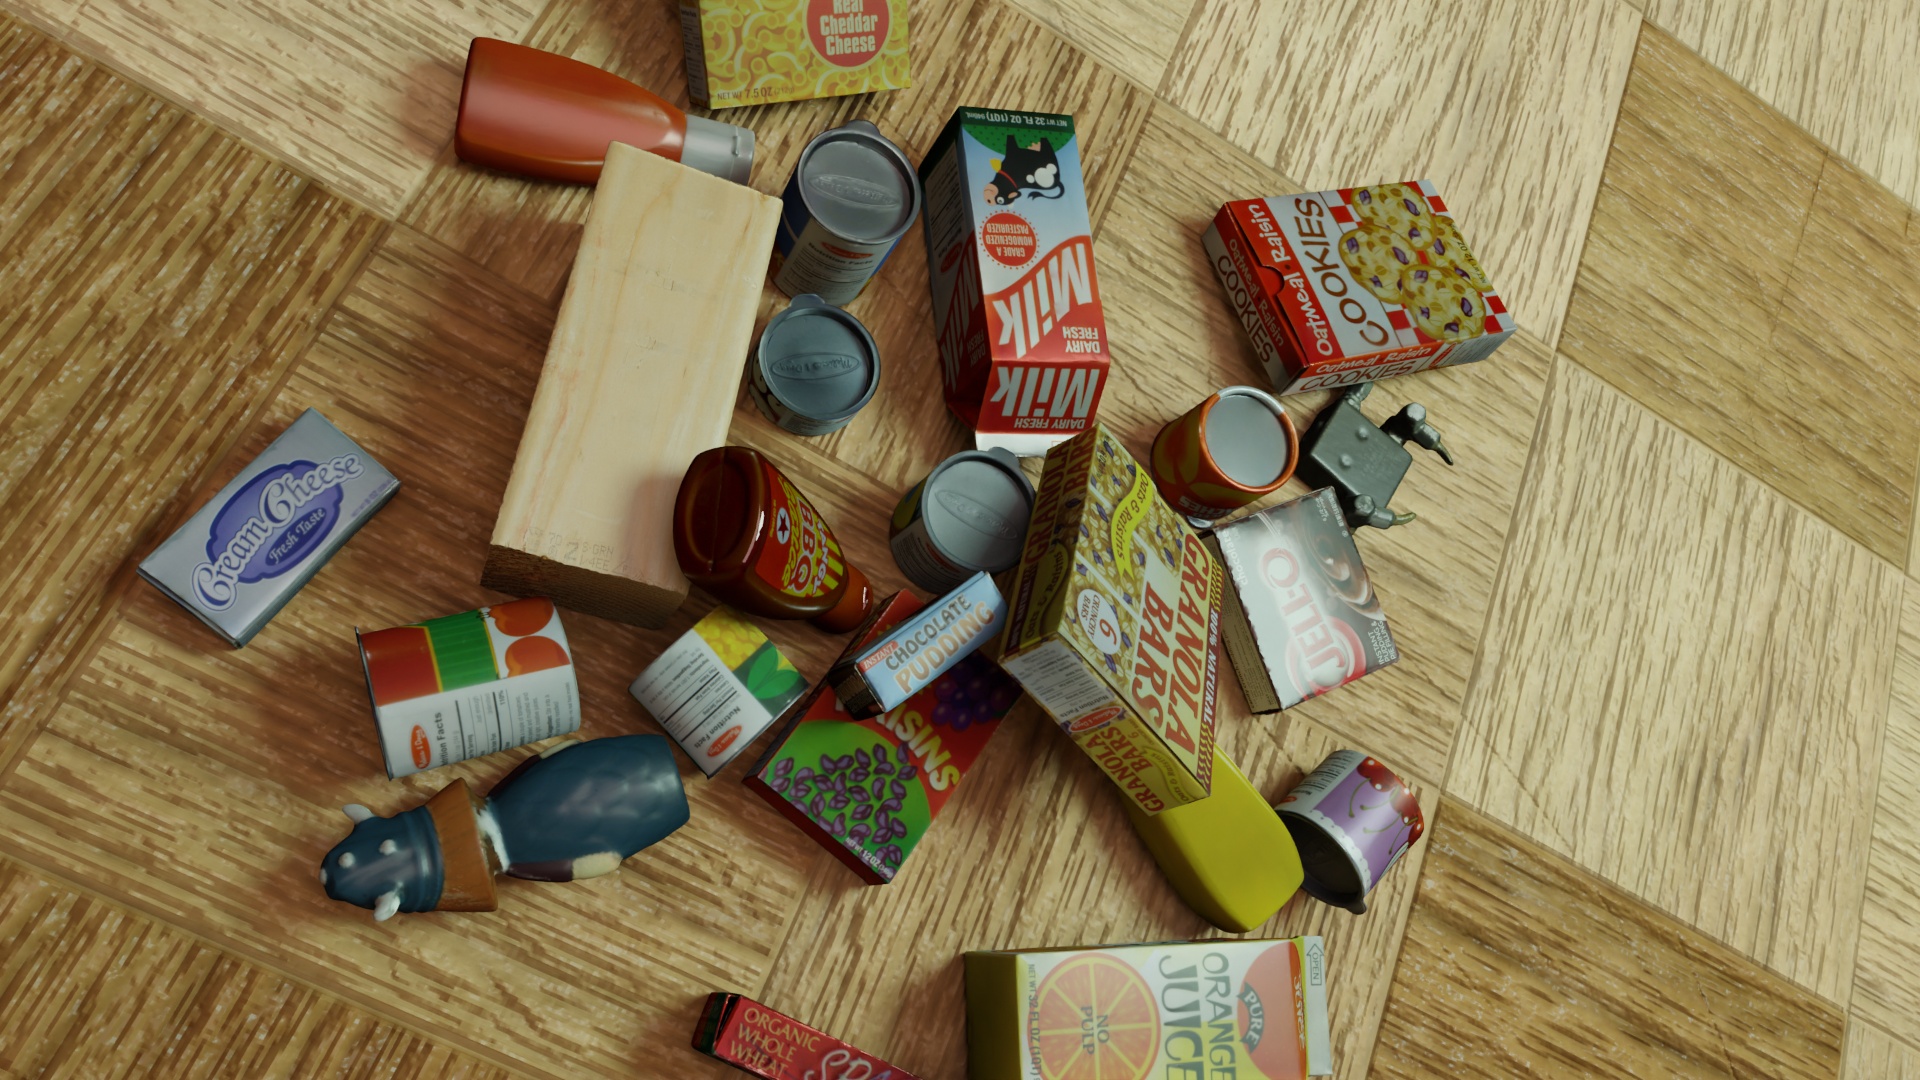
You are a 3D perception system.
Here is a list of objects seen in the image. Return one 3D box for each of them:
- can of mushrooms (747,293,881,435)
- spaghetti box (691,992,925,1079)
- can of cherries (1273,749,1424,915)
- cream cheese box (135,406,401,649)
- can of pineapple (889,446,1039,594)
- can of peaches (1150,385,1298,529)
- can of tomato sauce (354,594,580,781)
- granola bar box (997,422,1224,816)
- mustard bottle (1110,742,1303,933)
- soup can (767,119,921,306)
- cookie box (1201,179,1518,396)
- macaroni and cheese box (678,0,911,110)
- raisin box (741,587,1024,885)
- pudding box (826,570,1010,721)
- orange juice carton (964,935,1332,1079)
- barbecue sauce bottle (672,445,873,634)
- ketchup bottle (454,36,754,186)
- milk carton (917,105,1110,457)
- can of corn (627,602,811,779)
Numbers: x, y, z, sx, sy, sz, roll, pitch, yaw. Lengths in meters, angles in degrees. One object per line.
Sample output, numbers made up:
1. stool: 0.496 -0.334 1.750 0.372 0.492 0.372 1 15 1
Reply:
1. can of mushrooms: -0.079 -0.093 0.743 0.071 0.033 0.071 5 74 -19
2. spaghetti box: -0.008 0.275 0.655 0.250 0.050 0.029 29 66 -11
3. can of cherries: 0.213 0.160 0.765 0.058 0.071 0.071 -36 90 -27
4. cream cheese box: -0.312 -0.006 0.632 0.053 0.024 0.104 40 65 -6
5. can of pineapple: 0.003 -0.009 0.737 0.071 0.057 0.071 6 73 -20
6. can of peaches: 0.153 -0.048 0.806 0.071 0.058 0.071 6 73 -20
7. can of tomato sauce: -0.221 0.063 0.625 0.083 0.071 0.071 -13 80 -24
8. granola bar box: 0.083 0.036 0.703 0.124 0.039 0.166 47 34 -24
9. mustard bottle: 0.117 0.131 0.746 0.065 0.048 0.160 -34 88 -26
10. soup can: -0.065 -0.173 0.743 0.071 0.083 0.071 6 73 -20
11. cookie box: 0.250 -0.163 0.874 0.168 0.040 0.123 -12 67 -23
12. macaroni and cheese box: -0.092 -0.326 0.751 0.124 0.040 0.165 -15 118 -25
13. raisin box: -0.037 0.098 0.701 0.086 0.040 0.124 40 66 -6
14. pudding box: -0.019 0.051 0.671 0.084 0.049 0.030 -34 91 -25
15. orange juice carton: 0.103 0.239 0.696 0.193 0.072 0.072 4 74 -21
16. barbecue sauce bottle: -0.083 0.009 0.654 0.043 0.148 0.065 -2 72 16
17. ketchup bottle: -0.185 -0.216 0.731 0.149 0.043 0.065 9 77 -19
18. milk carton: 0.030 -0.137 0.776 0.072 0.073 0.191 -1 76 -22
19. can of corn: -0.115 0.070 0.666 0.058 0.071 0.071 48 65 -2
